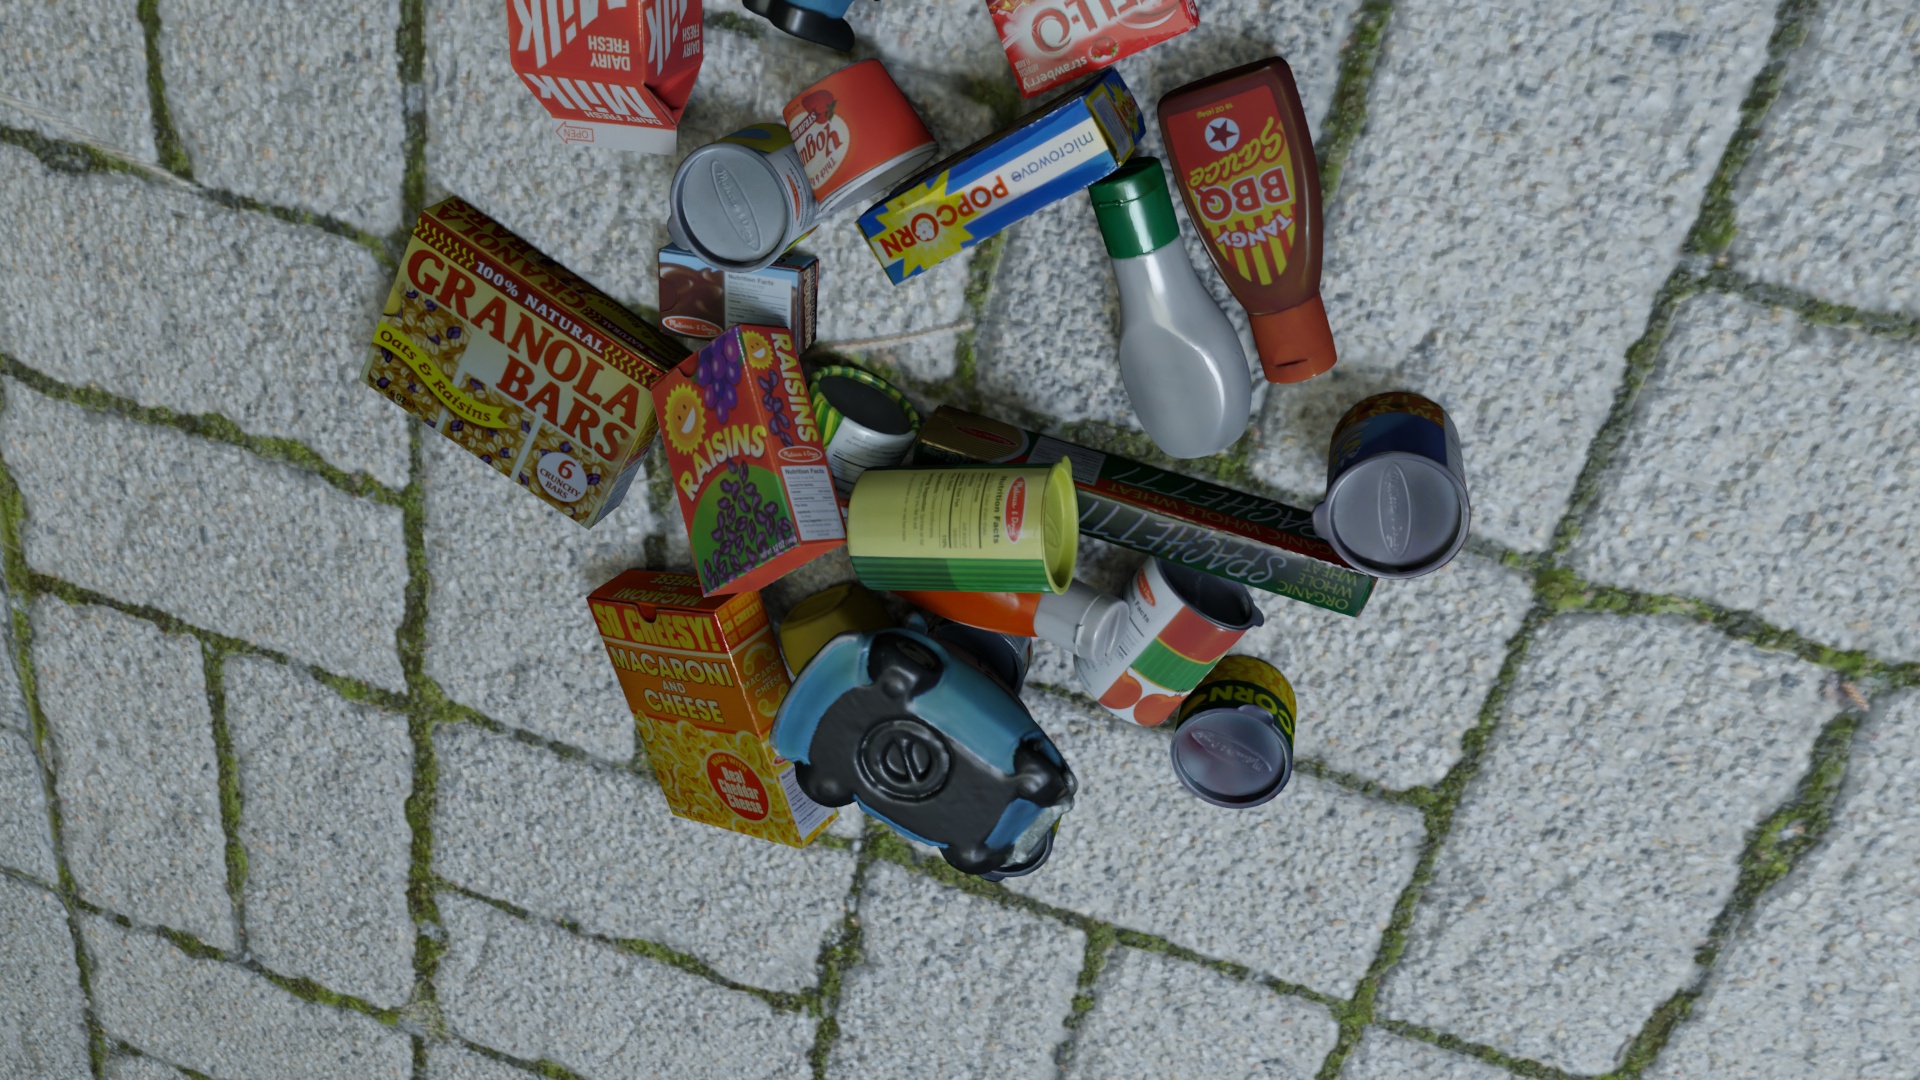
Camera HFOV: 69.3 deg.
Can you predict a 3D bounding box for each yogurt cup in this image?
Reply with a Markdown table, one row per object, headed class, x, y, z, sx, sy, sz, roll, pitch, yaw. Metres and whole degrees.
| class | x | y | z | sx | sy | sz | roll | pitch | yaw |
| --- | --- | --- | --- | --- | --- | --- | --- | --- | --- |
| yogurt cup | -0.052 | -0.201 | 0.687 | 0.072 | 0.073 | 0.054 | -25 | 99 | 26 |

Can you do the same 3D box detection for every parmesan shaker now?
| class | x | y | z | sx | sy | sz | roll | pitch | yaw |
| --- | --- | --- | --- | --- | --- | --- | --- | --- | --- |
| parmesan shaker | 0.003 | -0.009 | 0.707 | 0.103 | 0.072 | 0.071 | 0 | 116 | 19 |

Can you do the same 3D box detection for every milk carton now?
| class | x | y | z | sx | sy | sz | roll | pitch | yaw |
| --- | --- | --- | --- | --- | --- | --- | --- | --- | --- |
| milk carton | -0.173 | -0.285 | 0.673 | 0.072 | 0.074 | 0.189 | 9 | 118 | 12 |

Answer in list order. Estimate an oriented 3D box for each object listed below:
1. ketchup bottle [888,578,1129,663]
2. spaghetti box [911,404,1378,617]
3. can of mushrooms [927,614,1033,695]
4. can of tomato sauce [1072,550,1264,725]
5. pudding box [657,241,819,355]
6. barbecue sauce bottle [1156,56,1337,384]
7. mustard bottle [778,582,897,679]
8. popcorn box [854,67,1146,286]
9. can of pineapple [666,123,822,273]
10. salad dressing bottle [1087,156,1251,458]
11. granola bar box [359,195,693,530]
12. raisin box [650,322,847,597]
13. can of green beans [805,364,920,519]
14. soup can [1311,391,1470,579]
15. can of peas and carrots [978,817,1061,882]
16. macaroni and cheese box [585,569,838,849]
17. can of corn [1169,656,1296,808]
| class | x | y | z | sx | sy | sz | roll | pitch | yaw |
| --- | --- | --- | --- | --- | --- | --- | --- | --- | --- |
| ketchup bottle | 0.020 | 0.022 | 0.757 | 0.149 | 0.044 | 0.064 | 25 | 116 | 30 |
| spaghetti box | 0.098 | -0.018 | 0.741 | 0.250 | 0.050 | 0.028 | 17 | 121 | 7 |
| can of mushrooms | 0.007 | 0.070 | 0.821 | 0.071 | 0.033 | 0.070 | 6 | 117 | 12 |
| can of tomato sauce | 0.113 | 0.052 | 0.763 | 0.071 | 0.071 | 0.082 | 34 | 121 | -2 |
| pudding box | -0.121 | -0.134 | 0.758 | 0.084 | 0.030 | 0.049 | 10 | 119 | 11 |
| barbecue sauce bottle | 0.144 | -0.149 | 0.665 | 0.065 | 0.044 | 0.148 | -10 | 113 | 28 |
| mustard bottle | -0.047 | 0.103 | 0.844 | 0.065 | 0.049 | 0.160 | -22 | 108 | 30 |
| popcorn box | 0.021 | -0.175 | 0.664 | 0.126 | 0.085 | 0.038 | -23 | 109 | 25 |
| can of pineapple | -0.109 | -0.177 | 0.717 | 0.071 | 0.058 | 0.070 | 7 | 117 | 13 |
| salad dressing bottle | 0.101 | -0.114 | 0.686 | 0.064 | 0.044 | 0.147 | 3 | 125 | 41 |
| granola bar box | -0.254 | -0.101 | 0.809 | 0.165 | 0.039 | 0.123 | 33 | 120 | -2 |
| raisin box | -0.114 | -0.042 | 0.735 | 0.086 | 0.040 | 0.123 | -26 | 75 | 41 |
| can of green beans | -0.063 | -0.054 | 0.760 | 0.071 | 0.071 | 0.057 | 31 | 119 | -1 |
| soup can | 0.211 | -0.029 | 0.682 | 0.071 | 0.084 | 0.071 | 7 | 117 | 13 |
| can of peas and carrots | 0.030 | 0.162 | 0.845 | 0.071 | 0.059 | 0.070 | 7 | 118 | 13 |
| macaroni and cheese box | -0.153 | 0.103 | 0.857 | 0.123 | 0.040 | 0.165 | 3 | 119 | 39 |
| can of corn | 0.155 | 0.105 | 0.780 | 0.071 | 0.058 | 0.070 | 7 | 117 | 13 |
